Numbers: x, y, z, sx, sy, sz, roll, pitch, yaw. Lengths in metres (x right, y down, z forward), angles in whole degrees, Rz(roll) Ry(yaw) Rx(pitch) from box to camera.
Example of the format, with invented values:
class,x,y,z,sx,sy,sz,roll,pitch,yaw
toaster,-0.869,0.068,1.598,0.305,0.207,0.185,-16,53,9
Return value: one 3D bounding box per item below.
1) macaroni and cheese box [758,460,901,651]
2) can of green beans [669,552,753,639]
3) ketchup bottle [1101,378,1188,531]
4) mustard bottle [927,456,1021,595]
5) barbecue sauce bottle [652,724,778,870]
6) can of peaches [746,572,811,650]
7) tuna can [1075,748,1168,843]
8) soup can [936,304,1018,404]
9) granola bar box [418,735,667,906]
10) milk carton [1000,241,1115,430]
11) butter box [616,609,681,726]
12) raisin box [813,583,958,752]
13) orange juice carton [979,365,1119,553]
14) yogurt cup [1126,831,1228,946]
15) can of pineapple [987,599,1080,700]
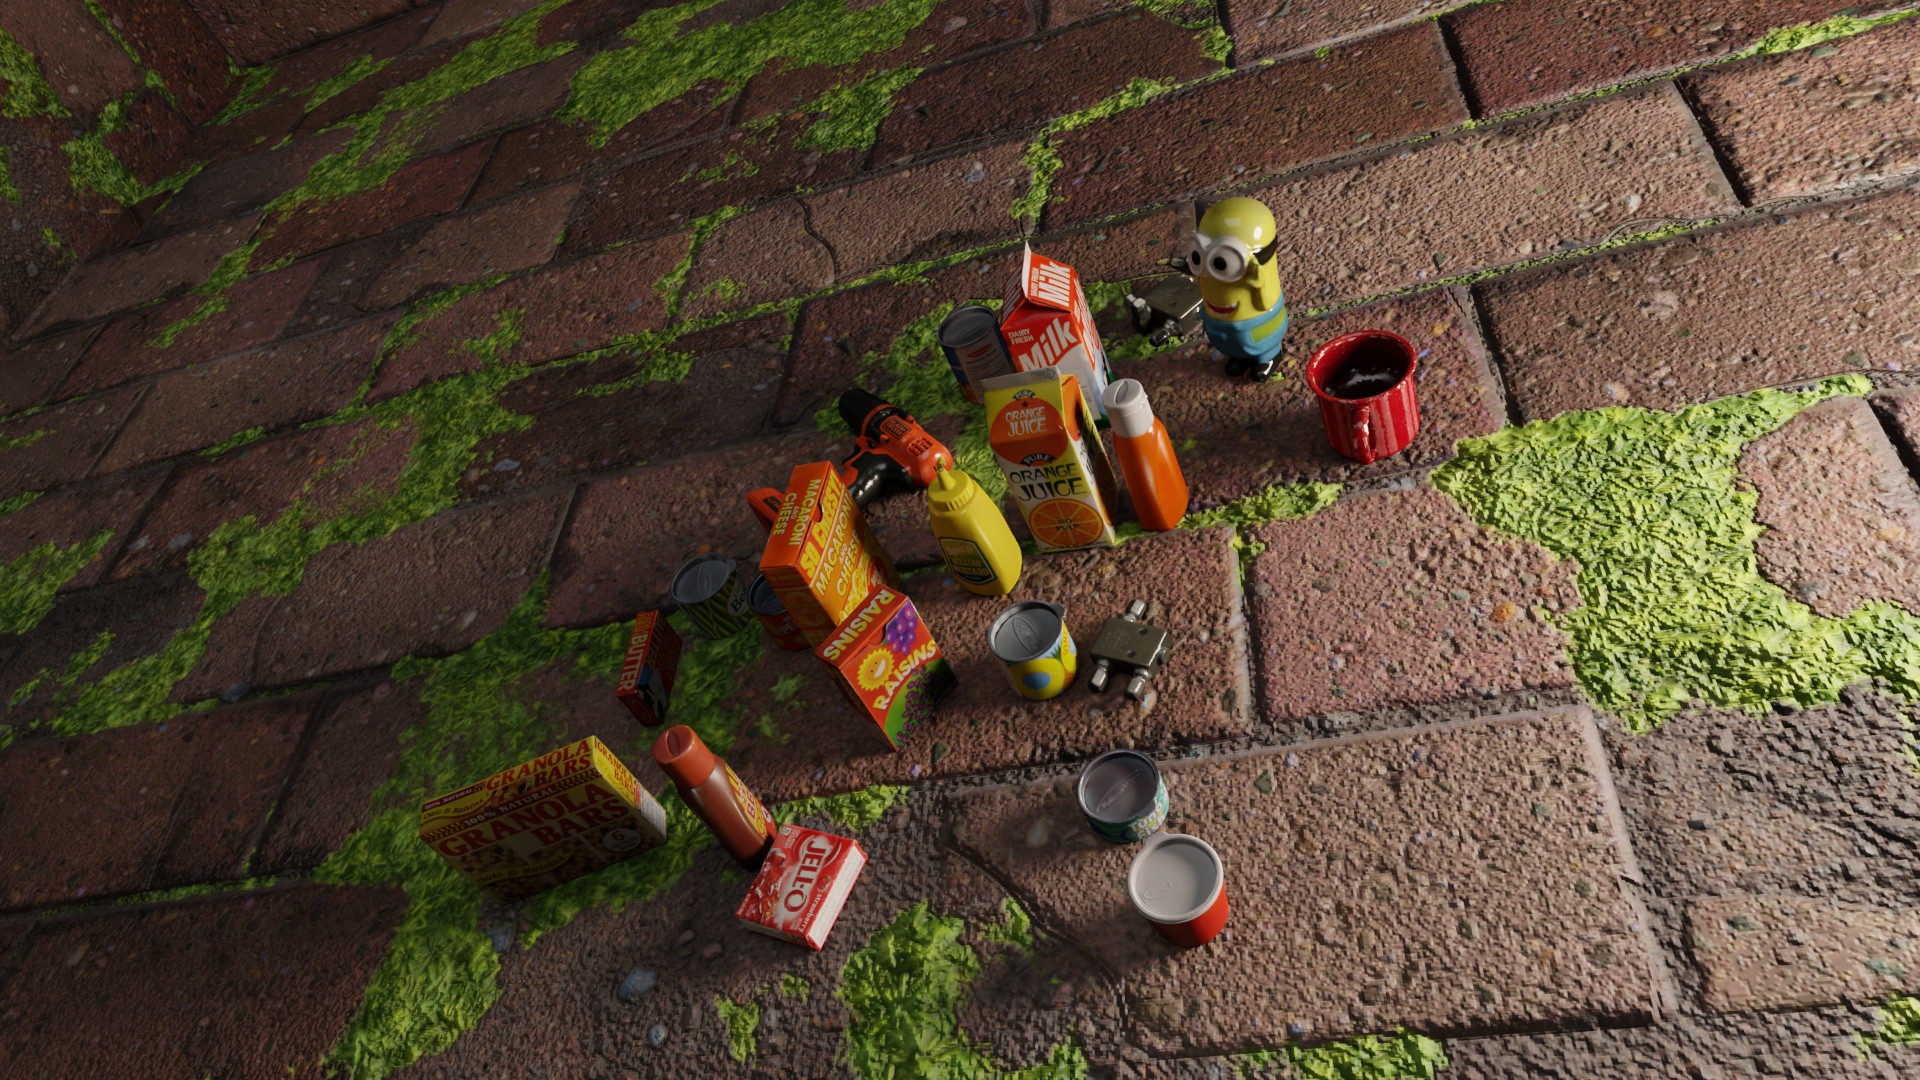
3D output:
class,x,y,z,sx,sy,sz,roll,pitch,yaw
macaroni and cheese box,-0.112,0.030,1.244,0.040,0.165,0.124,-6,46,22
can of green beans,-0.243,0.055,1.365,0.071,0.057,0.071,-14,44,14
ketchup bottle,0.162,-0.077,1.224,0.043,0.148,0.065,0,49,27
mustard bottle,0.004,-0.015,1.234,0.065,0.159,0.049,4,51,30
barbecue sauce bottle,-0.199,0.206,1.129,0.044,0.148,0.065,-29,42,-1
can of peaches,-0.159,0.063,1.315,0.071,0.057,0.071,-14,44,14
tuna can,0.126,0.196,1.061,0.071,0.032,0.071,-14,44,14
soup can,0.019,-0.196,1.459,0.071,0.083,0.072,-14,44,14
granola bar box,-0.355,0.241,1.190,0.165,0.123,0.039,-22,43,6
milk carton,0.090,-0.193,1.342,0.073,0.189,0.073,-11,45,17
butter box,-0.297,0.121,1.331,0.024,0.053,0.104,-12,44,16
raisin box,-0.061,0.108,1.173,0.040,0.123,0.086,25,64,41
orange juice carton,0.080,-0.079,1.234,0.072,0.191,0.073,-7,46,21
yogurt cup,0.156,0.249,0.978,0.072,0.053,0.073,-14,44,14
can of pineapple,0.065,0.093,1.174,0.071,0.057,0.071,-14,44,14
